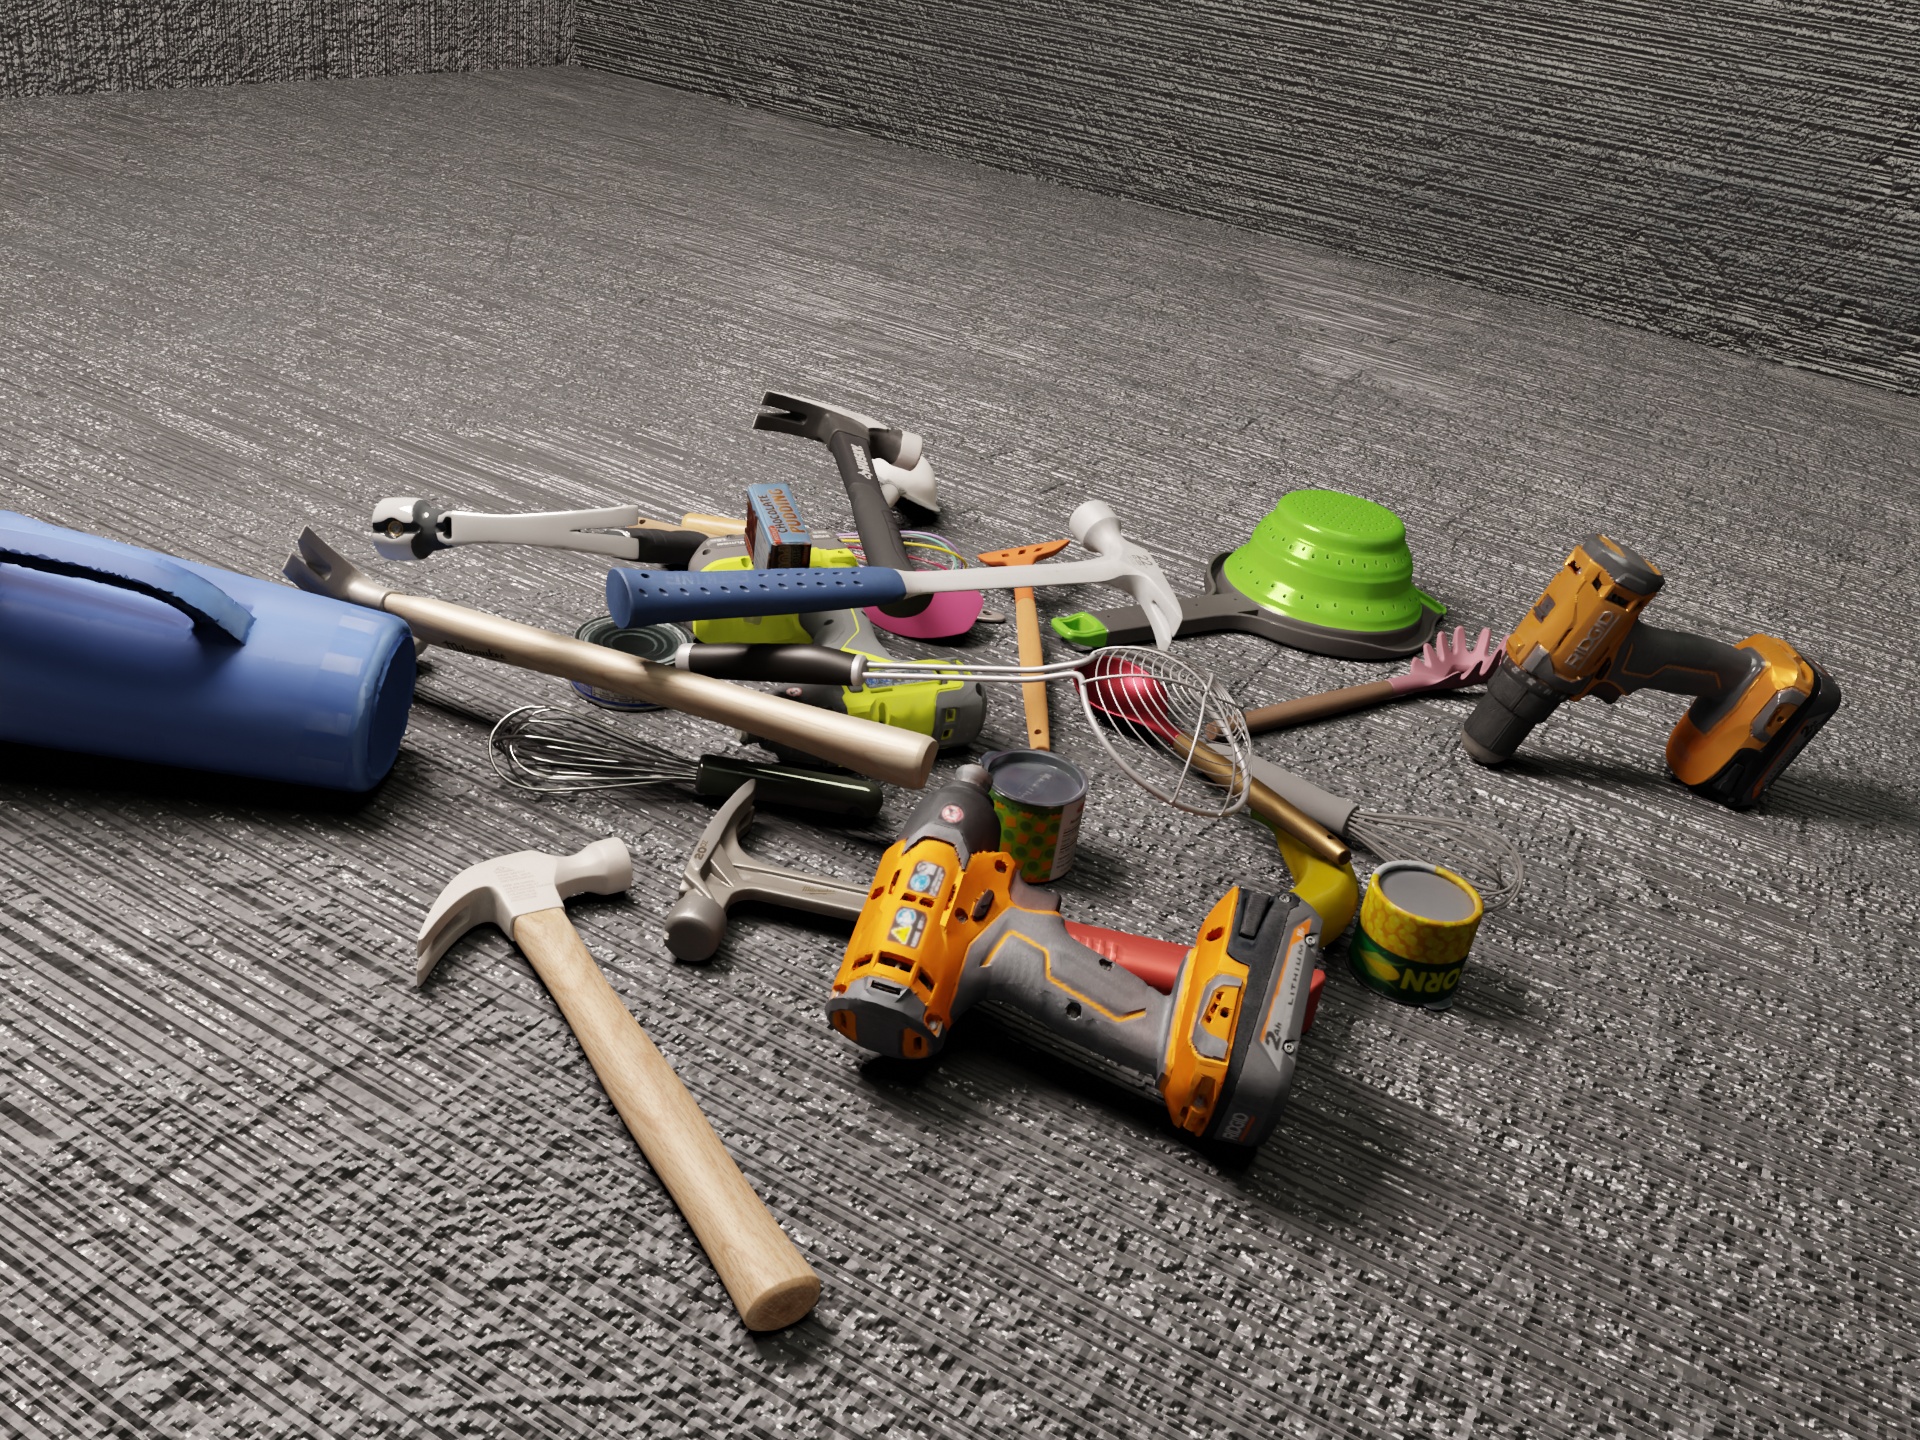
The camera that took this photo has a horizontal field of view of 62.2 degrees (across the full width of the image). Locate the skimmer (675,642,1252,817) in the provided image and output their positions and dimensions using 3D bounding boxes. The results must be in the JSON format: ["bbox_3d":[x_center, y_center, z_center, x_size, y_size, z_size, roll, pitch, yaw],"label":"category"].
[{"bbox_3d":[-0.002,-0.003,0.992,0.363,0.090,0.127,3,33,14],"label":"skimmer"}]

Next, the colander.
[{"bbox_3d":[0.251,-0.128,1.340,0.397,0.094,0.205,-9,34,-30],"label":"colander"}]

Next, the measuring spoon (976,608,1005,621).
[{"bbox_3d":[-0.024,-0.099,1.288,0.124,0.018,0.034,11,29,2],"label":"measuring spoon"}]

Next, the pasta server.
[{"bbox_3d":[0.313,-0.027,1.237,0.316,0.040,0.060,-12,23,-31],"label":"pasta server"}]

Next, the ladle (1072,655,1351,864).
[{"bbox_3d":[0.164,0.023,1.073,0.069,0.031,0.316,-7,25,-23],"label":"ladle"}]

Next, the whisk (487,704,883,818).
[{"bbox_3d":[-0.170,0.032,0.991,0.246,0.057,0.059,10,63,-5],"label":"whisk"}]

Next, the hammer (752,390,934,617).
[{"bbox_3d":[-0.076,-0.169,1.225,0.146,0.035,0.335,15,27,-20],"label":"hammer"}]

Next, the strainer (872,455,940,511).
[{"bbox_3d":[-0.059,-0.200,1.384,0.087,0.050,0.258,31,19,-4],"label":"strainer"}]

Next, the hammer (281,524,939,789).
[{"bbox_3d":[-0.212,-0.032,0.976,0.411,0.146,0.038,15,74,13],"label":"hammer"}]

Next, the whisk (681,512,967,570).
[{"bbox_3d":[-0.114,-0.144,1.328,0.245,0.051,0.047,9,8,9],"label":"whisk"}]

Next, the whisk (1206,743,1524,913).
[{"bbox_3d":[0.258,0.063,1.053,0.239,0.055,0.055,25,32,33],"label":"whisk"}]

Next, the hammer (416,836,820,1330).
[{"bbox_3d":[-0.164,0.163,0.765,0.130,0.031,0.332,-11,35,-33],"label":"hammer"}]

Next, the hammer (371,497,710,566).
[{"bbox_3d":[-0.239,-0.124,1.097,0.149,0.036,0.409,1,5,7],"label":"hammer"}]

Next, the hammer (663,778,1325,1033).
[{"bbox_3d":[0.024,0.115,0.900,0.359,0.036,0.149,11,29,5],"label":"hammer"}]

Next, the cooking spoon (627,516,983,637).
[{"bbox_3d":[-0.132,-0.124,1.286,0.319,0.017,0.069,16,58,19],"label":"cooking spoon"}]

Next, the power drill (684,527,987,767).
[{"bbox_3d":[-0.105,-0.049,1.119,0.171,0.080,0.223,-8,36,-28],"label":"power drill"}]

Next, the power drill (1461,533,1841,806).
[{"bbox_3d":[0.499,-0.015,1.172,0.226,0.185,0.084,23,26,-14],"label":"power drill"}]

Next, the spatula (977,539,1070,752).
[{"bbox_3d":[0.054,-0.068,1.233,0.081,0.041,0.323,-9,37,6],"label":"spatula"}]

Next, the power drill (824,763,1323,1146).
[{"bbox_3d":[0.062,0.113,0.815,0.226,0.084,0.164,15,57,8],"label":"power drill"}]

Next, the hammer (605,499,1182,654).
[{"bbox_3d":[-0.030,-0.087,1.046,0.405,0.035,0.144,-7,45,-32],"label":"hammer"}]
